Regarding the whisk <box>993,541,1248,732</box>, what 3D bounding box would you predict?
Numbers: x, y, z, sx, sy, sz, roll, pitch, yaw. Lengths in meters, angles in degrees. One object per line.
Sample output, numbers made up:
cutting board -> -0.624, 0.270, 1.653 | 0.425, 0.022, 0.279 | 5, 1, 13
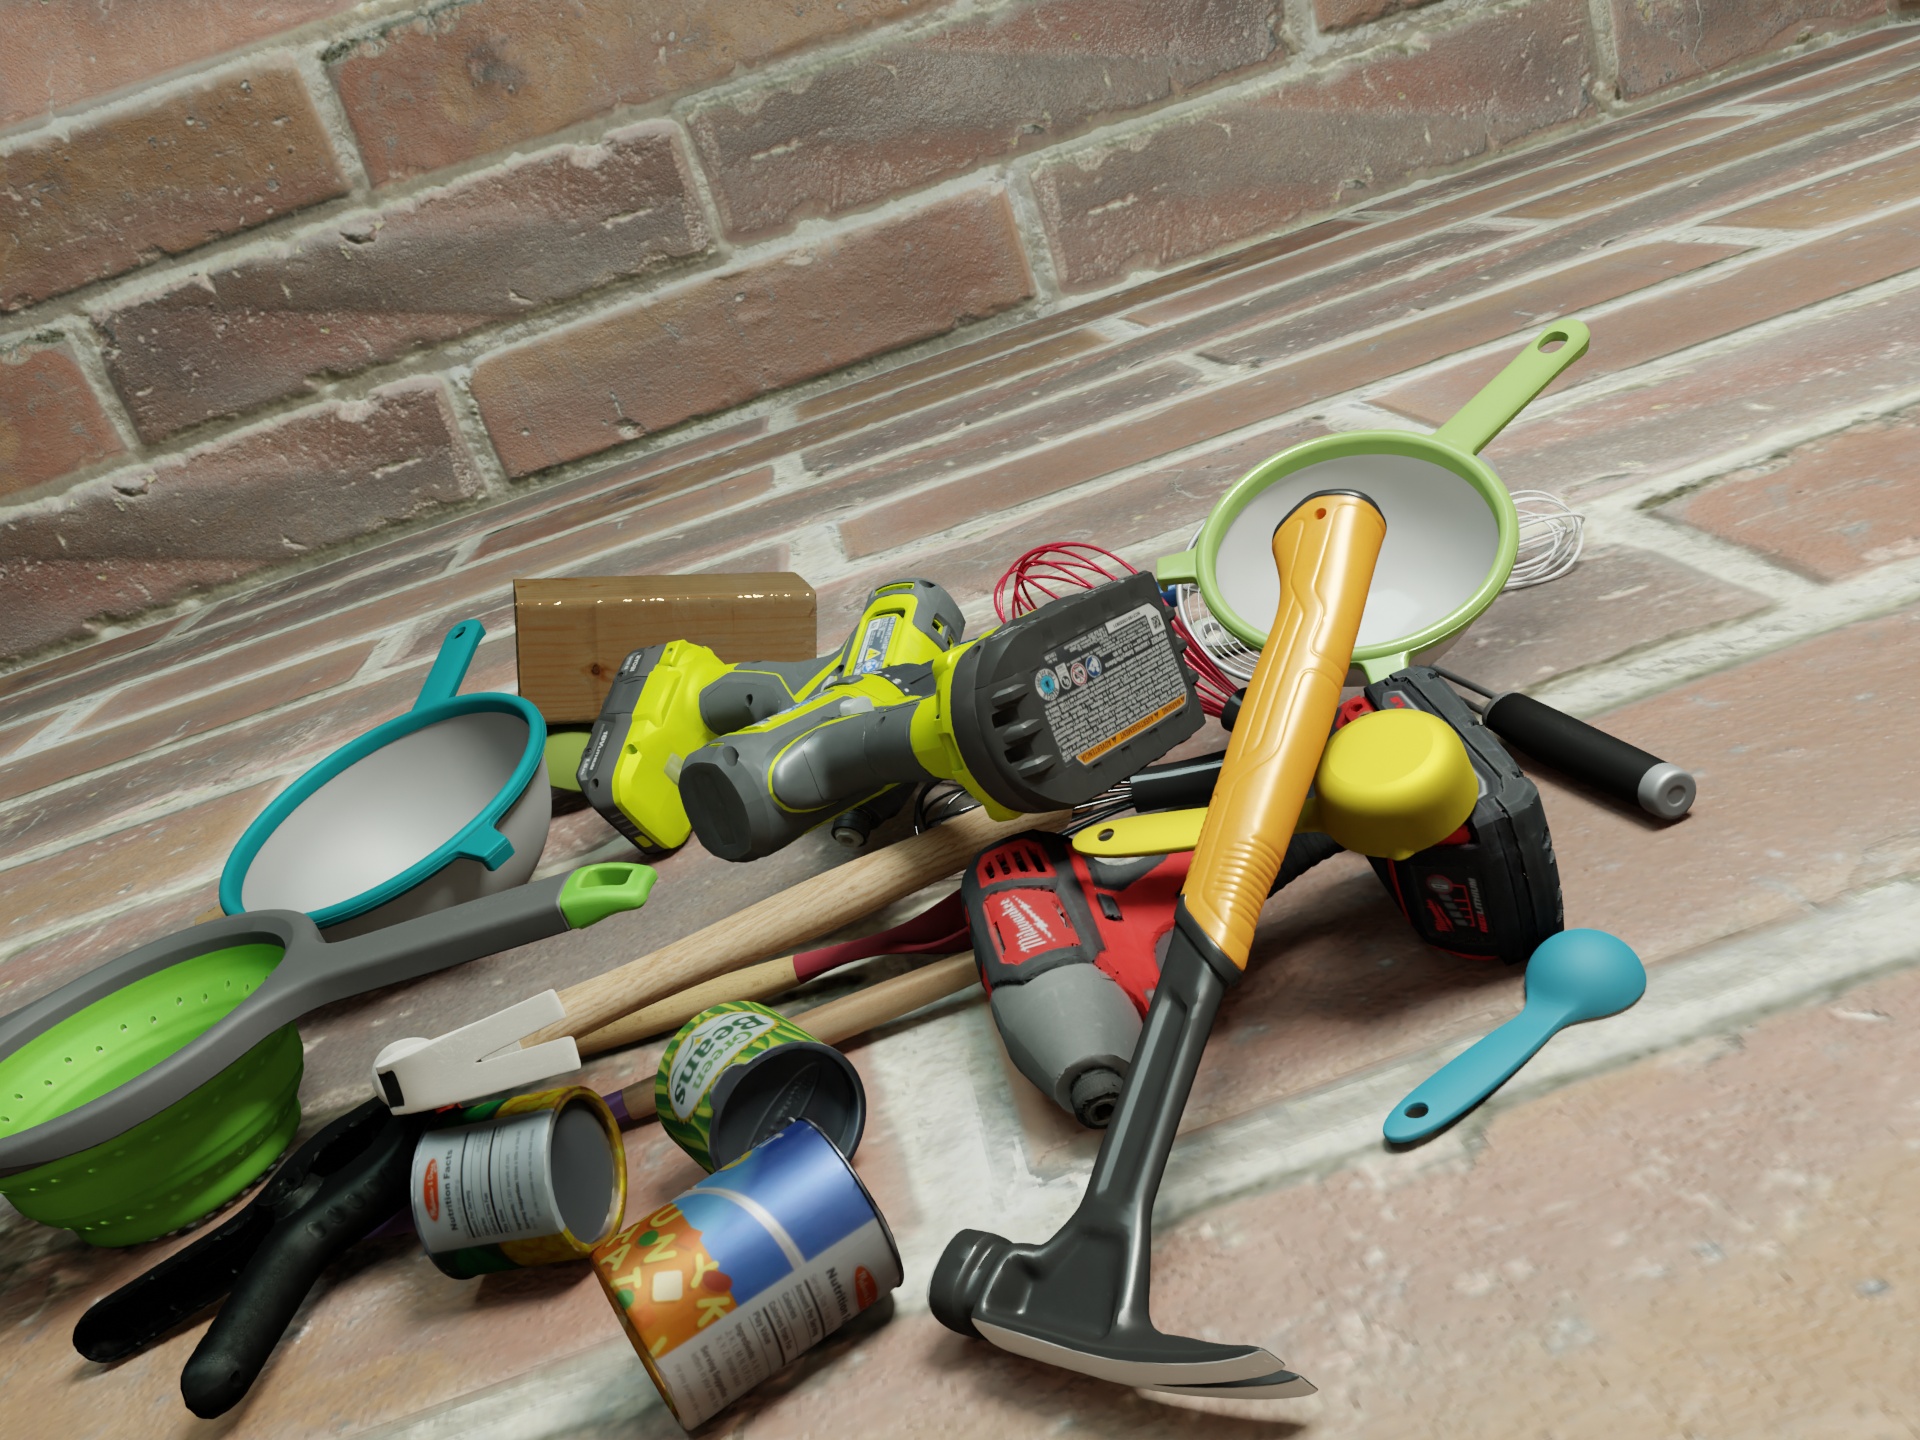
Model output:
whisk -> 0.122, -0.014, 0.785 | 0.073, 0.073, 0.296 | -30, 45, -28

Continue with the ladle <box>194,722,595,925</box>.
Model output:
ladle -> -0.387, 0.083, 1.124 | 0.320, 0.062, 0.078 | -26, 22, -1

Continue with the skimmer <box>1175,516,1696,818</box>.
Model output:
skimmer -> 0.227, -0.041, 0.812 | 0.127, 0.090, 0.364 | -43, 24, 0

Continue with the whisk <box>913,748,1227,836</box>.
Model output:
whisk -> 0.090, 0.033, 0.810 | 0.239, 0.055, 0.055 | -10, 21, 11

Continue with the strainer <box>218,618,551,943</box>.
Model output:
strainer -> -0.333, 0.048, 1.022 | 0.211, 0.095, 0.341 | -20, 30, 8

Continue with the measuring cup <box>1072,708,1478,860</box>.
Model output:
measuring cup -> 0.112, 0.028, 0.598 | 0.156, 0.029, 0.062 | -10, 37, 22

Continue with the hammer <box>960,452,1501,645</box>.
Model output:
hammer -> 0.152, -0.090, 1.039 | 0.405, 0.035, 0.144 | -19, -6, 11

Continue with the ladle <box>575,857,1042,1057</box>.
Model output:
ladle -> -0.103, 0.127, 0.763 | 0.315, 0.031, 0.069 | -19, 10, 6

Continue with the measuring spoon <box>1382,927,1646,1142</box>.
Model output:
measuring spoon -> 0.192, 0.106, 0.559 | 0.128, 0.021, 0.042 | -28, 22, -27

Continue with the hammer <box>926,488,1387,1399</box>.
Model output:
hammer -> 0.098, 0.054, 0.543 | 0.127, 0.034, 0.337 | -5, 52, 43

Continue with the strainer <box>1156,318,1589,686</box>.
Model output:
strainer -> 0.232, -0.102, 0.793 | 0.256, 0.069, 0.152 | -43, 50, -17

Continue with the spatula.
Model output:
spatula -> -0.122, 0.161, 0.700 | 0.316, 0.018, 0.060 | -22, 22, -1

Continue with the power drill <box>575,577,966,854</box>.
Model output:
power drill -> -0.114, 0.008, 0.952 | 0.223, 0.080, 0.171 | -9, 48, 31

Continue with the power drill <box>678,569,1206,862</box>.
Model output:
power drill -> -0.001, -0.002, 0.756 | 0.190, 0.080, 0.228 | -27, 9, -42

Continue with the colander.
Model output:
colander -> -0.314, 0.160, 0.754 | 0.397, 0.094, 0.205 | -17, 20, 10

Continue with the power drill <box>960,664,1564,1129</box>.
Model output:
power drill -> 0.113, 0.074, 0.629 | 0.219, 0.078, 0.143 | -23, 33, 3

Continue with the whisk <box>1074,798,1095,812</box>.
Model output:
whisk -> -0.007, 0.018, 0.940 | 0.051, 0.047, 0.245 | -29, 25, -28

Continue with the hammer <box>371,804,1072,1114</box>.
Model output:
hammer -> -0.088, 0.093, 0.699 | 0.331, 0.031, 0.130 | -21, -1, -28

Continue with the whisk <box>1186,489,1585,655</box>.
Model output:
whisk -> 0.257, -0.083, 0.974 | 0.246, 0.058, 0.059 | -17, -15, 13
